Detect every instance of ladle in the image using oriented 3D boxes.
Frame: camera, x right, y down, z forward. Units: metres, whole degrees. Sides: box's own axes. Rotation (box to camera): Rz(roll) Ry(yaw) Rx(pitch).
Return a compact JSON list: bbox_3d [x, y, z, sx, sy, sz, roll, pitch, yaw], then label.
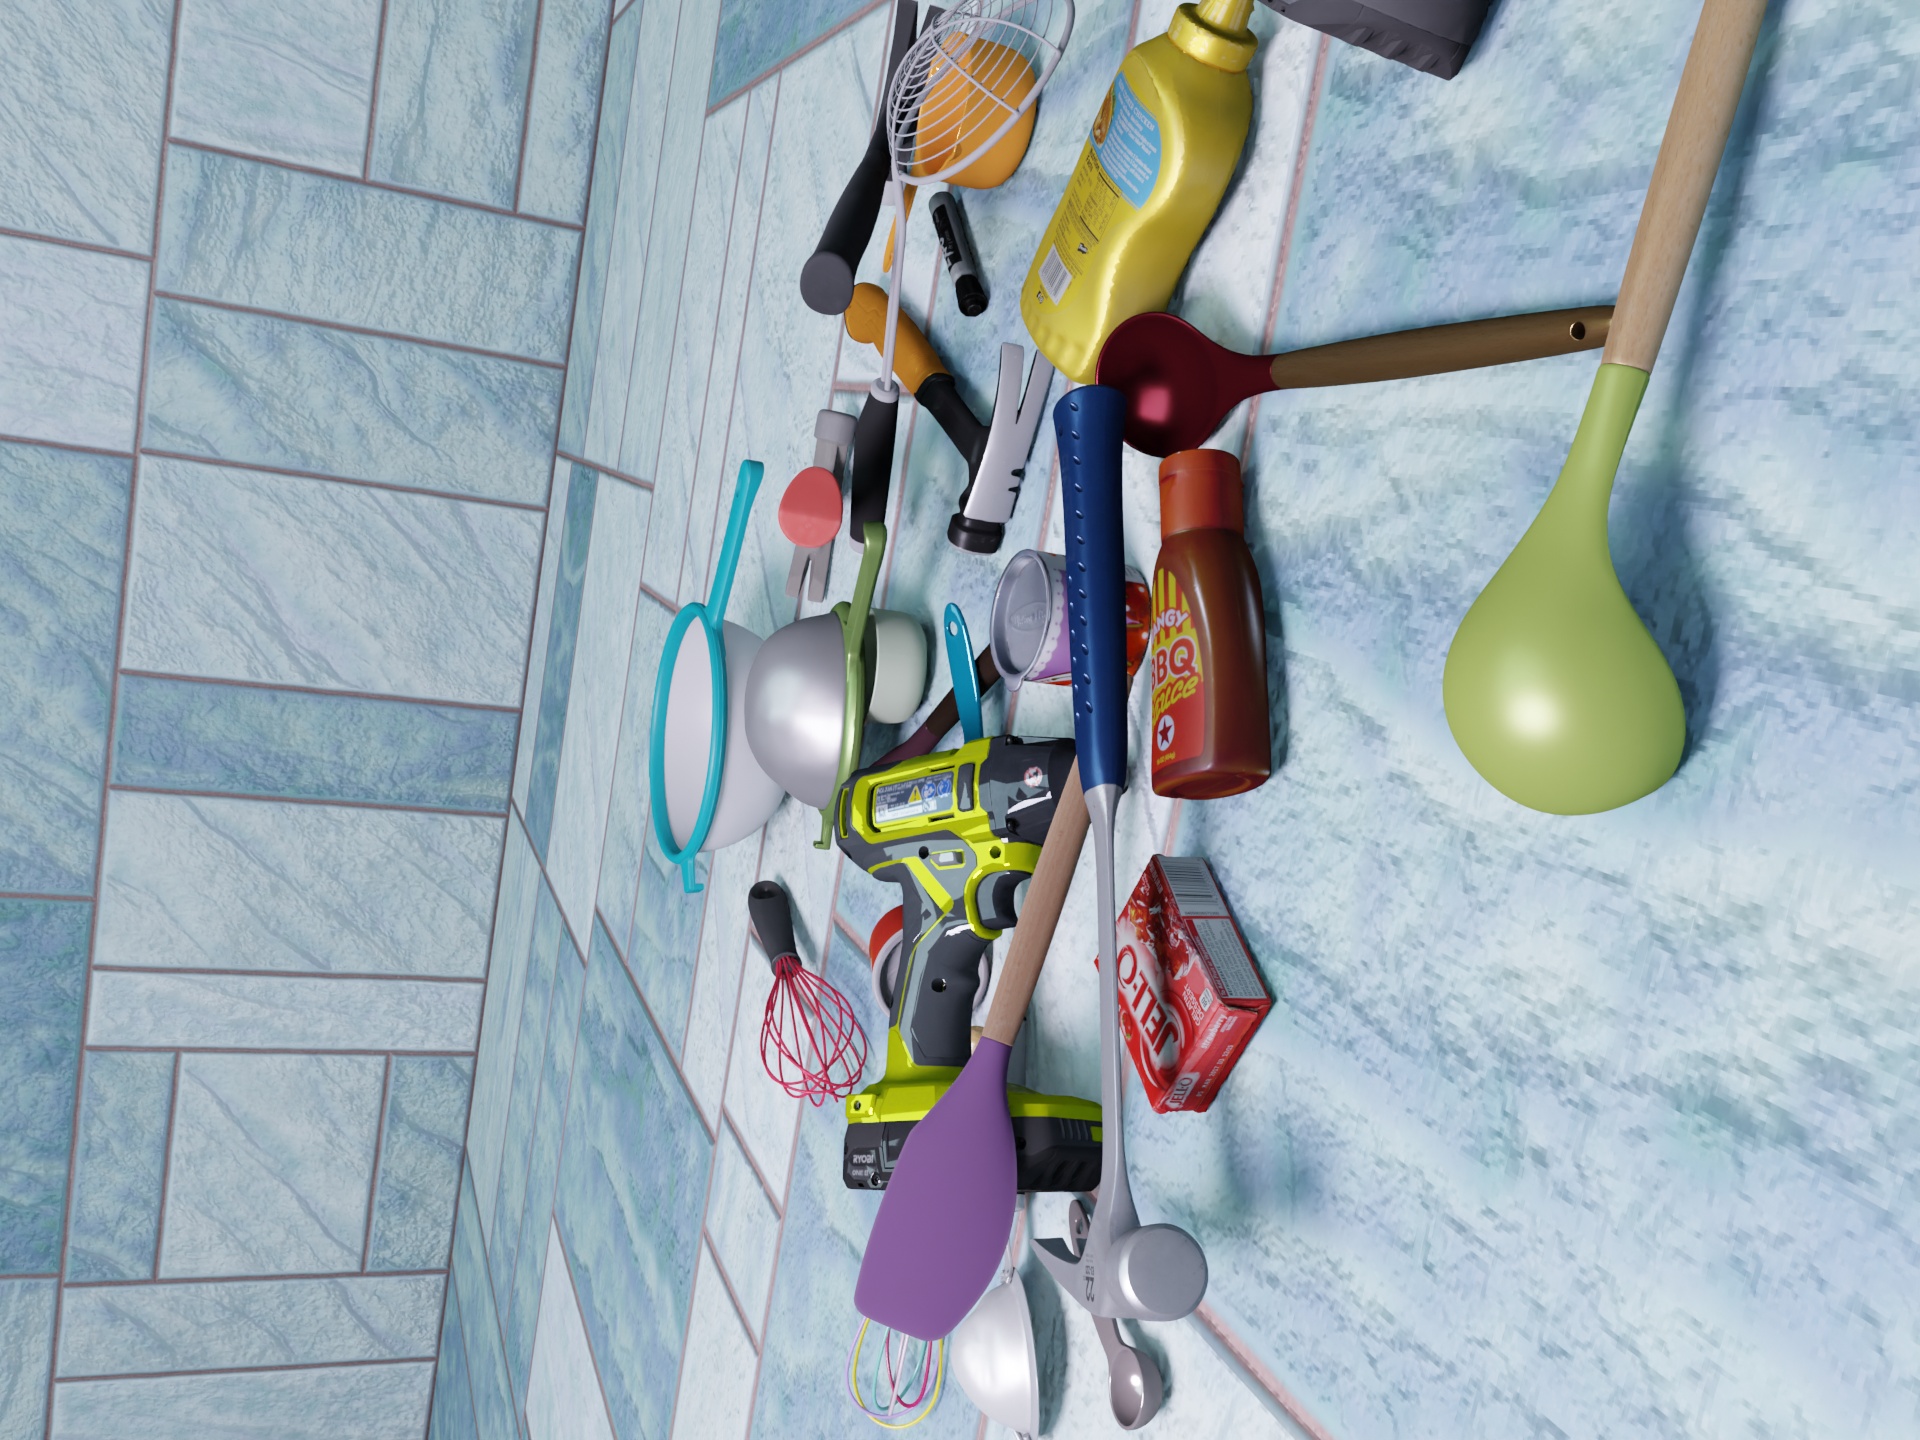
[{"bbox_3d":[0.215,-0.127,0.479,0.078,0.062,0.320,21,97,57],"label":"ladle"},{"bbox_3d":[0.146,-0.145,0.646,0.315,0.031,0.069,16,123,64],"label":"ladle"}]

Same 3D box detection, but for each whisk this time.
[{"bbox_3d":[-0.123,0.189,1.161,0.296,0.073,0.073,-125,46,-64],"label":"whisk"},{"bbox_3d":[-0.014,0.291,0.906,0.047,0.051,0.245,22,101,45],"label":"whisk"}]

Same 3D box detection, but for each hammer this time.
[{"bbox_3d":[-0.099,-0.136,1.078,0.359,0.036,0.149,-109,30,-79],"label":"hammer"},{"bbox_3d":[0.060,0.044,0.693,0.144,0.035,0.406,119,153,-68],"label":"hammer"},{"bbox_3d":[-0.057,-0.350,1.017,0.335,0.035,0.146,-80,6,-52],"label":"hammer"},{"bbox_3d":[-0.022,-0.236,1.055,0.337,0.034,0.127,-120,41,-54],"label":"hammer"}]

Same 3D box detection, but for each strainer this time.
[{"bbox_3d":[-0.168,-0.043,1.268,0.211,0.095,0.340,-123,44,-54],"label":"strainer"},{"bbox_3d":[0.022,0.258,0.826,0.086,0.050,0.259,116,157,-69],"label":"strainer"},{"bbox_3d":[-0.100,-0.039,1.036,0.256,0.069,0.152,109,159,-51],"label":"strainer"}]

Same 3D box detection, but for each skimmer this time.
[{"bbox_3d":[-0.009,-0.247,0.942,0.127,0.090,0.363,-100,15,-46],"label":"skimmer"}]

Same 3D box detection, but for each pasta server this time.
[{"bbox_3d":[0.004,-0.009,0.951,0.316,0.040,0.060,-48,41,48],"label":"pasta server"}]

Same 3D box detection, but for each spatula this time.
[{"bbox_3d":[0.027,0.124,0.731,0.018,0.060,0.316,63,-135,-73],"label":"spatula"}]

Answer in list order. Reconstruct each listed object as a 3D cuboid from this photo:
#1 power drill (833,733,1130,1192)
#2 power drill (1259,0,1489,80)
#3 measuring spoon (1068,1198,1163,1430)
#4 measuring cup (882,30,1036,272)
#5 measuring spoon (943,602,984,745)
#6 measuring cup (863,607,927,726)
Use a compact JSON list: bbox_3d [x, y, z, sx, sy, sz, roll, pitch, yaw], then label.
[{"bbox_3d":[0.011,0.120,0.799,0.171,0.080,0.223,-13,68,37],"label":"power drill"},{"bbox_3d":[0.176,-0.373,0.576,0.228,0.080,0.191,-66,29,30],"label":"power drill"},{"bbox_3d":[0.072,0.272,0.740,0.124,0.018,0.034,-109,33,-57],"label":"measuring spoon"},{"bbox_3d":[-0.003,-0.352,1.019,0.173,0.052,0.095,120,147,-49],"label":"measuring cup"},{"bbox_3d":[-0.001,-0.003,0.912,0.042,0.021,0.128,2,104,49],"label":"measuring spoon"},{"bbox_3d":[-0.057,-0.027,1.091,0.167,0.038,0.083,143,129,-72],"label":"measuring cup"}]
